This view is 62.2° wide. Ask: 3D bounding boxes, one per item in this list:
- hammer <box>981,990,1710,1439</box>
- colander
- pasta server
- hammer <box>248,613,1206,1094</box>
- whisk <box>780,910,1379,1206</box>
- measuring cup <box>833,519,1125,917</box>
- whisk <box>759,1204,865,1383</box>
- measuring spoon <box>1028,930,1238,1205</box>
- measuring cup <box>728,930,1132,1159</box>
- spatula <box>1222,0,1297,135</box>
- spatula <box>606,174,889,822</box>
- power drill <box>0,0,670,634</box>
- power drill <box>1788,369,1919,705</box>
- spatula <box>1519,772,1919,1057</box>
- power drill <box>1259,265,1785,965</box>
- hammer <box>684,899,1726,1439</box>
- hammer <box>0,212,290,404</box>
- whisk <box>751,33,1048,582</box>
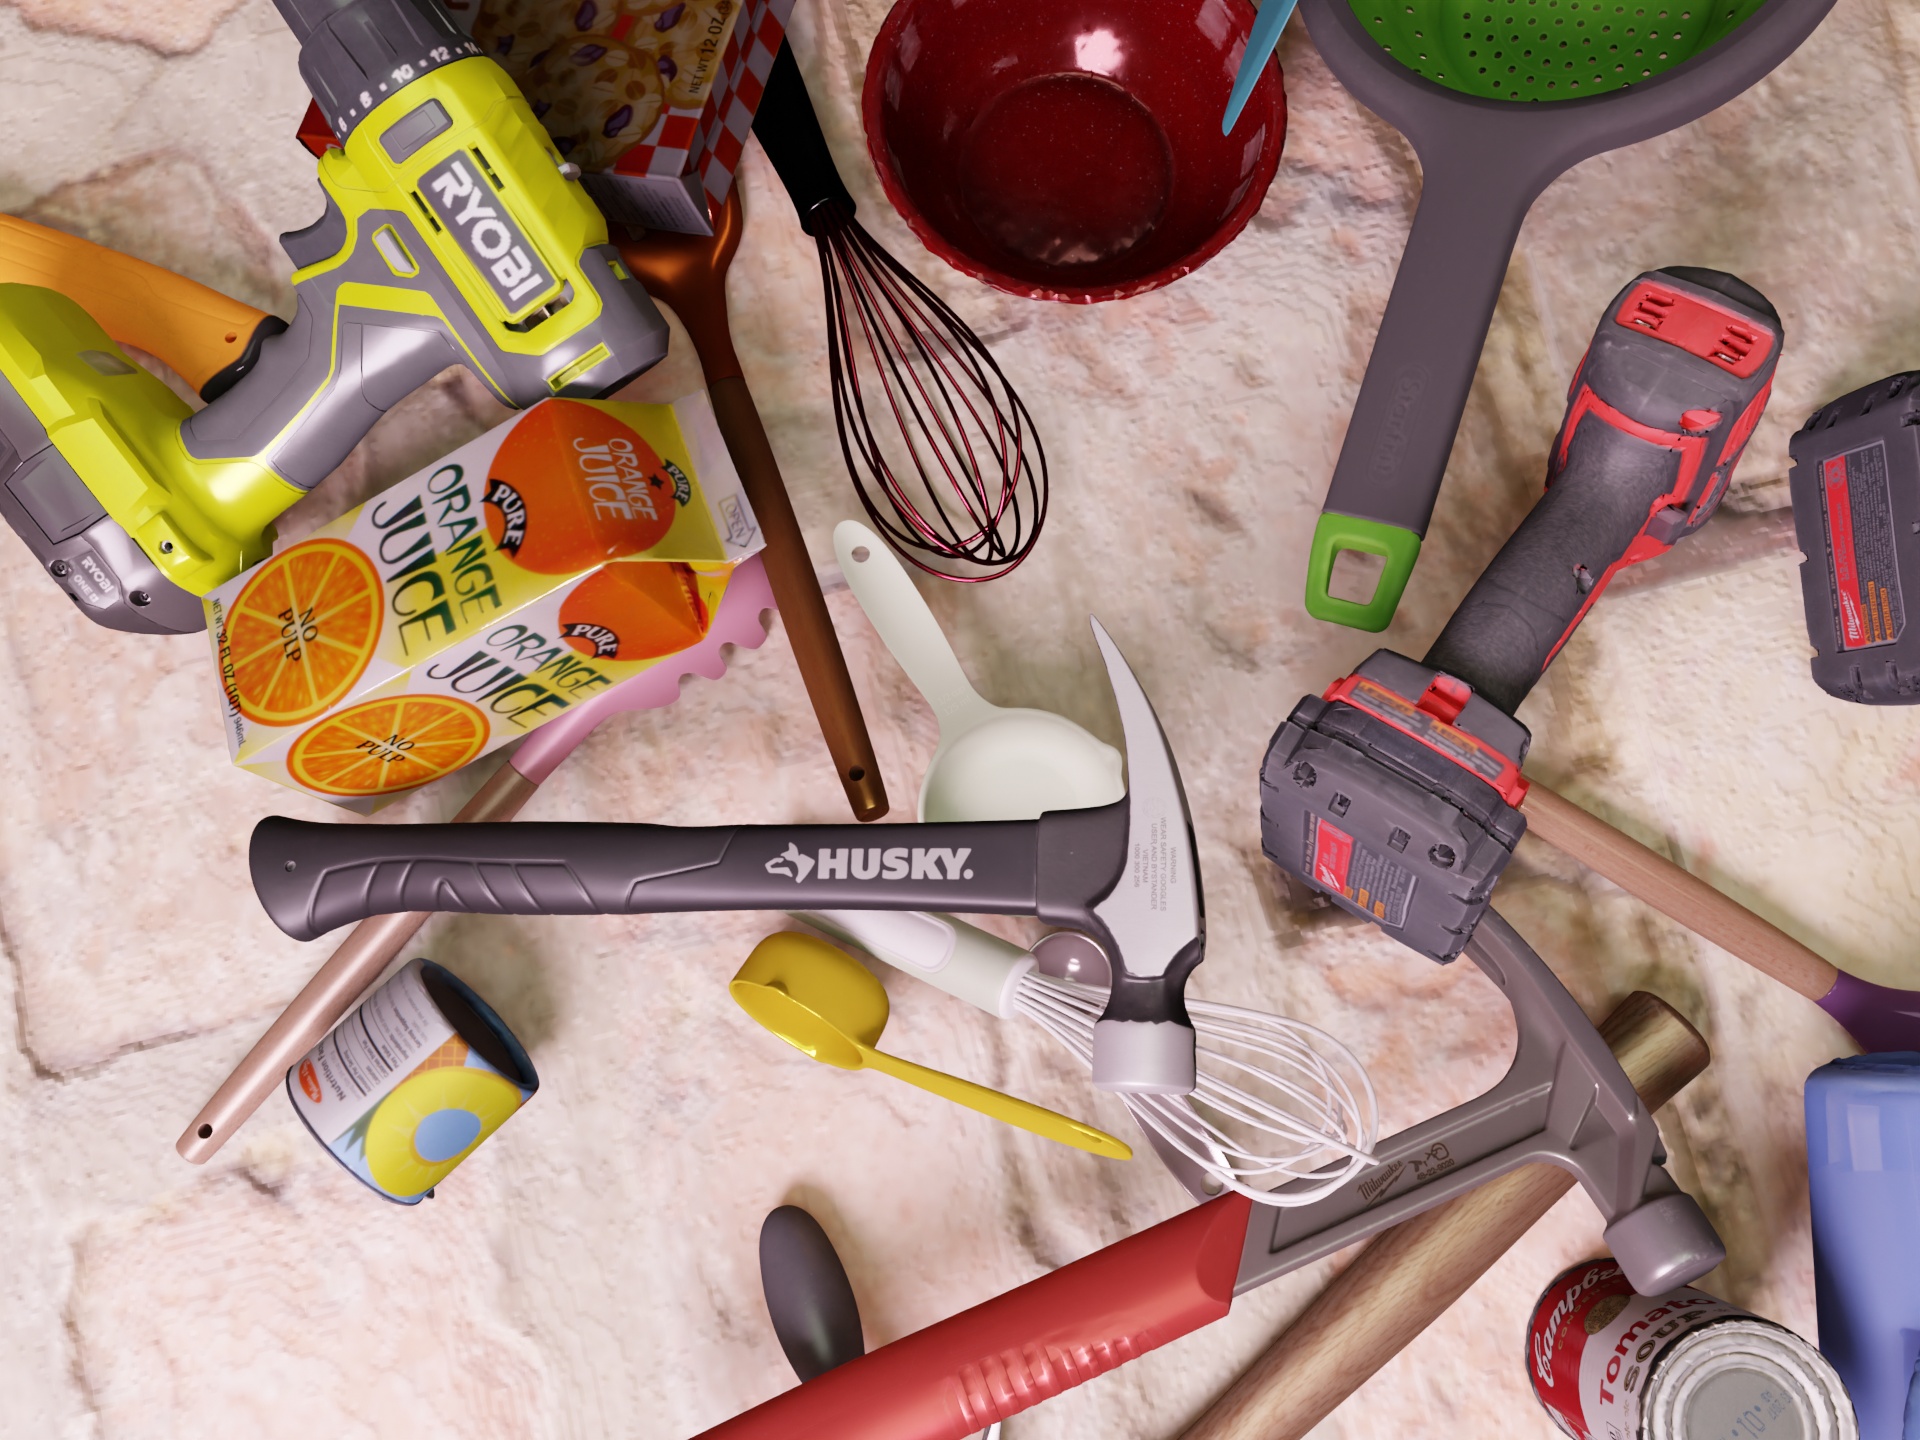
[{"bbox_3d":[0.135,0.215,0.562,0.331,0.031,0.130,-41,83,-6],"label":"hammer"},{"bbox_3d":[0.208,-0.218,0.600,0.204,0.094,0.397,17,88,23],"label":"colander"},{"bbox_3d":[-0.180,0.041,0.600,0.060,0.040,0.316,40,87,7],"label":"pasta server"},{"bbox_3d":[-0.087,0.044,0.530,0.335,0.035,0.146,-1,76,14],"label":"hammer"},{"bbox_3d":[0.026,0.094,0.543,0.246,0.059,0.058,21,83,27],"label":"whisk"},{"bbox_3d":[-0.001,-0.002,0.599,0.083,0.038,0.168,-31,79,-5],"label":"measuring cup"},{"bbox_3d":[-0.014,0.295,0.517,0.070,0.070,0.285,-23,64,-3],"label":"whisk"},{"bbox_3d":[0.064,0.131,0.589,0.034,0.018,0.124,-35,88,-5],"label":"measuring spoon"},{"bbox_3d":[-0.009,0.112,0.553,0.156,0.062,0.029,17,60,22],"label":"measuring cup"},{"bbox_3d":[0.094,-0.359,0.613,0.044,0.082,0.318,-1,59,-19],"label":"spatula"},{"bbox_3d":[-0.084,-0.110,0.597,0.081,0.041,0.323,-22,68,2],"label":"spatula"},{"bbox_3d":[-0.244,-0.155,0.566,0.228,0.080,0.190,-33,102,7],"label":"power drill"},{"bbox_3d":[0.439,-0.050,0.583,0.226,0.080,0.188,-5,87,-4],"label":"power drill"},{"bbox_3d":[0.298,0.082,0.588,0.316,0.018,0.059,32,103,6],"label":"spatula"},{"bbox_3d":[0.193,-0.034,0.542,0.079,0.143,0.220,32,78,21],"label":"power drill"},{"bbox_3d":[0.054,0.181,0.525,0.359,0.036,0.149,-22,54,-7],"label":"hammer"},{"bbox_3d":[-0.421,-0.207,0.639,0.337,0.034,0.127,21,82,4],"label":"hammer"},{"bbox_3d":[-0.043,-0.182,0.622,0.073,0.073,0.296,-23,74,-3],"label":"whisk"}]
